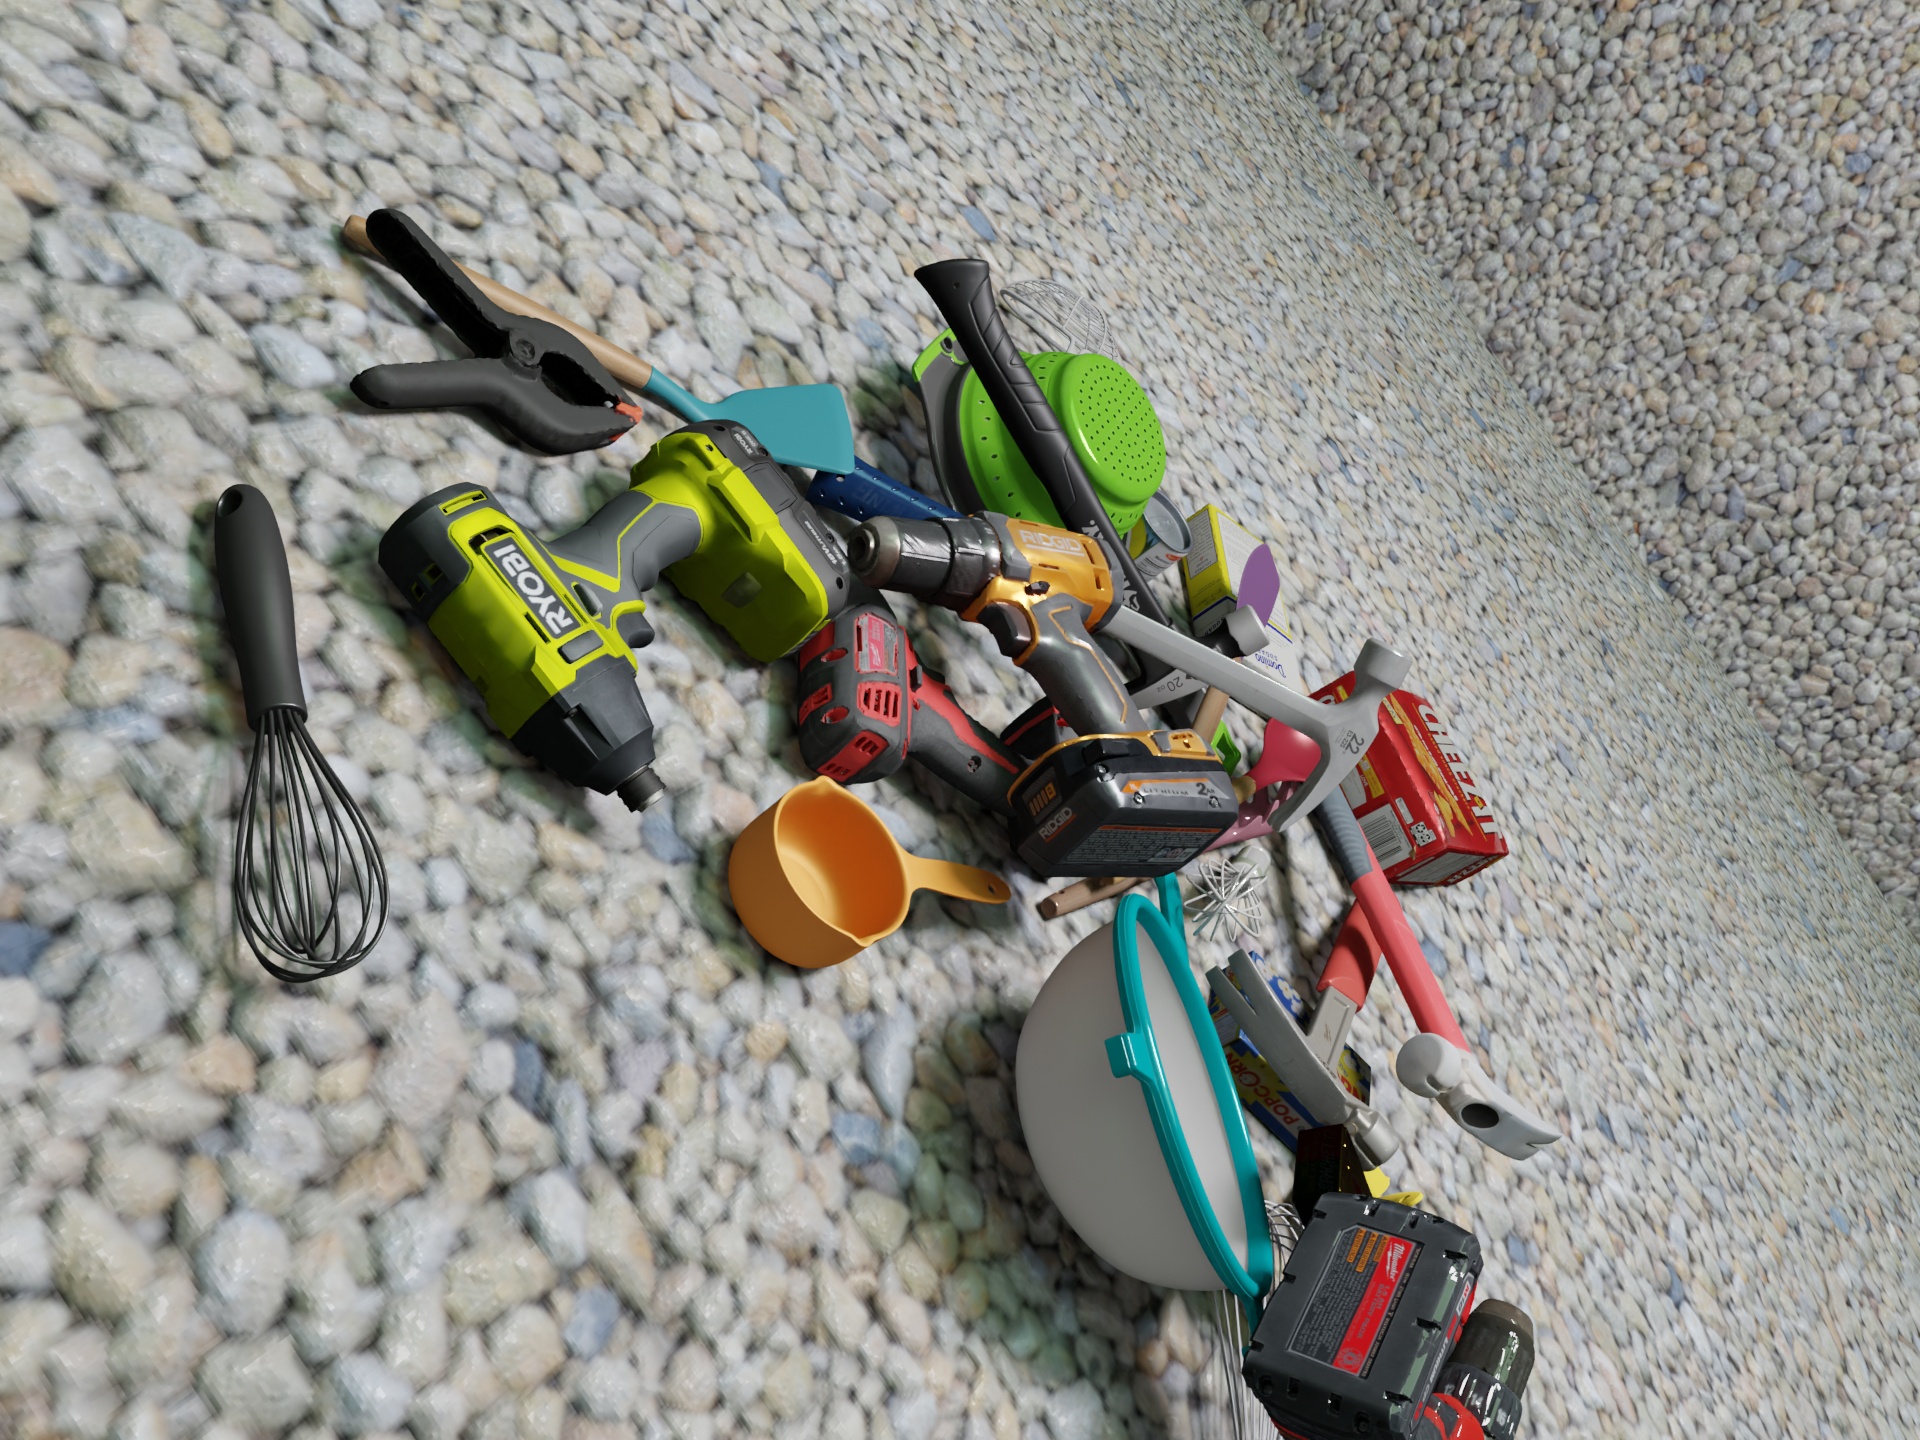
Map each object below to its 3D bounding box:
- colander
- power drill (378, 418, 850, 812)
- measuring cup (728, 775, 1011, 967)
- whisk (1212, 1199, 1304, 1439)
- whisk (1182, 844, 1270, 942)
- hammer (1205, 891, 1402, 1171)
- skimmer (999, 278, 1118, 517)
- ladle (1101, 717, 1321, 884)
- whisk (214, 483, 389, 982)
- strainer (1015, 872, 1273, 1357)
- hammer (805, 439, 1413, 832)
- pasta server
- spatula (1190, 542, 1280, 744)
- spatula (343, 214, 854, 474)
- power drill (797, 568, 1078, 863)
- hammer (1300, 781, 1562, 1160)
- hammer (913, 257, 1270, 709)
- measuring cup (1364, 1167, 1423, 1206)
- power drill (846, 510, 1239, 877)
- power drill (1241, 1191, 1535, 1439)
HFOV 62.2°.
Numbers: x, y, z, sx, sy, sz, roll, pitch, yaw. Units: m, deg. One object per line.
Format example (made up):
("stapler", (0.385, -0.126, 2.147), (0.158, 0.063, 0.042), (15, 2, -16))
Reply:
("colander", (0.124, -0.129, 1.153), (0.397, 0.094, 0.204), (55, 43, -15))
("power drill", (-0.159, -0.060, 0.807), (0.171, 0.080, 0.223), (52, 37, -1))
("measuring cup", (-0.046, 0.089, 0.832), (0.173, 0.052, 0.095), (16, 48, -46))
("whisk", (0.155, 0.377, 0.817), (0.070, 0.070, 0.285), (39, 41, -22))
("whisk", (0.186, 0.107, 1.058), (0.058, 0.059, 0.246), (42, 12, 10))
("hammer", (0.259, 0.171, 1.094), (0.149, 0.036, 0.359), (52, 23, 4))
("skimmer", (0.055, -0.232, 1.271), (0.127, 0.090, 0.364), (37, 47, -21))
("ladle", (0.187, 0.053, 1.098), (0.069, 0.031, 0.315), (43, 38, 19))
("whisk", (-0.273, -0.003, 0.639), (0.055, 0.055, 0.239), (10, 49, -47))
("strainer", (0.089, 0.179, 0.887), (0.341, 0.095, 0.211), (-80, 147, -67))
("hammer", (0.087, -0.066, 1.038), (0.405, 0.144, 0.035), (26, 6, -6))
("pasta server", (0.147, 0.084, 1.088), (0.316, 0.060, 0.040), (-14, 101, -52))
("spatula", (0.194, -0.031, 1.176), (0.059, 0.018, 0.316), (64, 37, -32))
("spatula", (-0.200, -0.220, 0.929), (0.317, 0.044, 0.082), (22, 43, -38))
("power drill", (-0.002, -0.003, 0.952), (0.219, 0.078, 0.143), (26, 42, -32))
("hammer", (0.306, 0.134, 1.136), (0.143, 0.038, 0.387), (35, 25, -30))
("hammer", (0.065, -0.154, 1.054), (0.334, 0.146, 0.035), (58, 10, -15))
("measuring cup", (0.238, 0.276, 0.944), (0.029, 0.062, 0.156), (57, -12, 13))
("power drill", (0.041, -0.026, 0.894), (0.185, 0.084, 0.226), (5, 51, -40))
("power drill", (0.234, 0.336, 0.808), (0.188, 0.080, 0.226), (-51, 131, -34))
